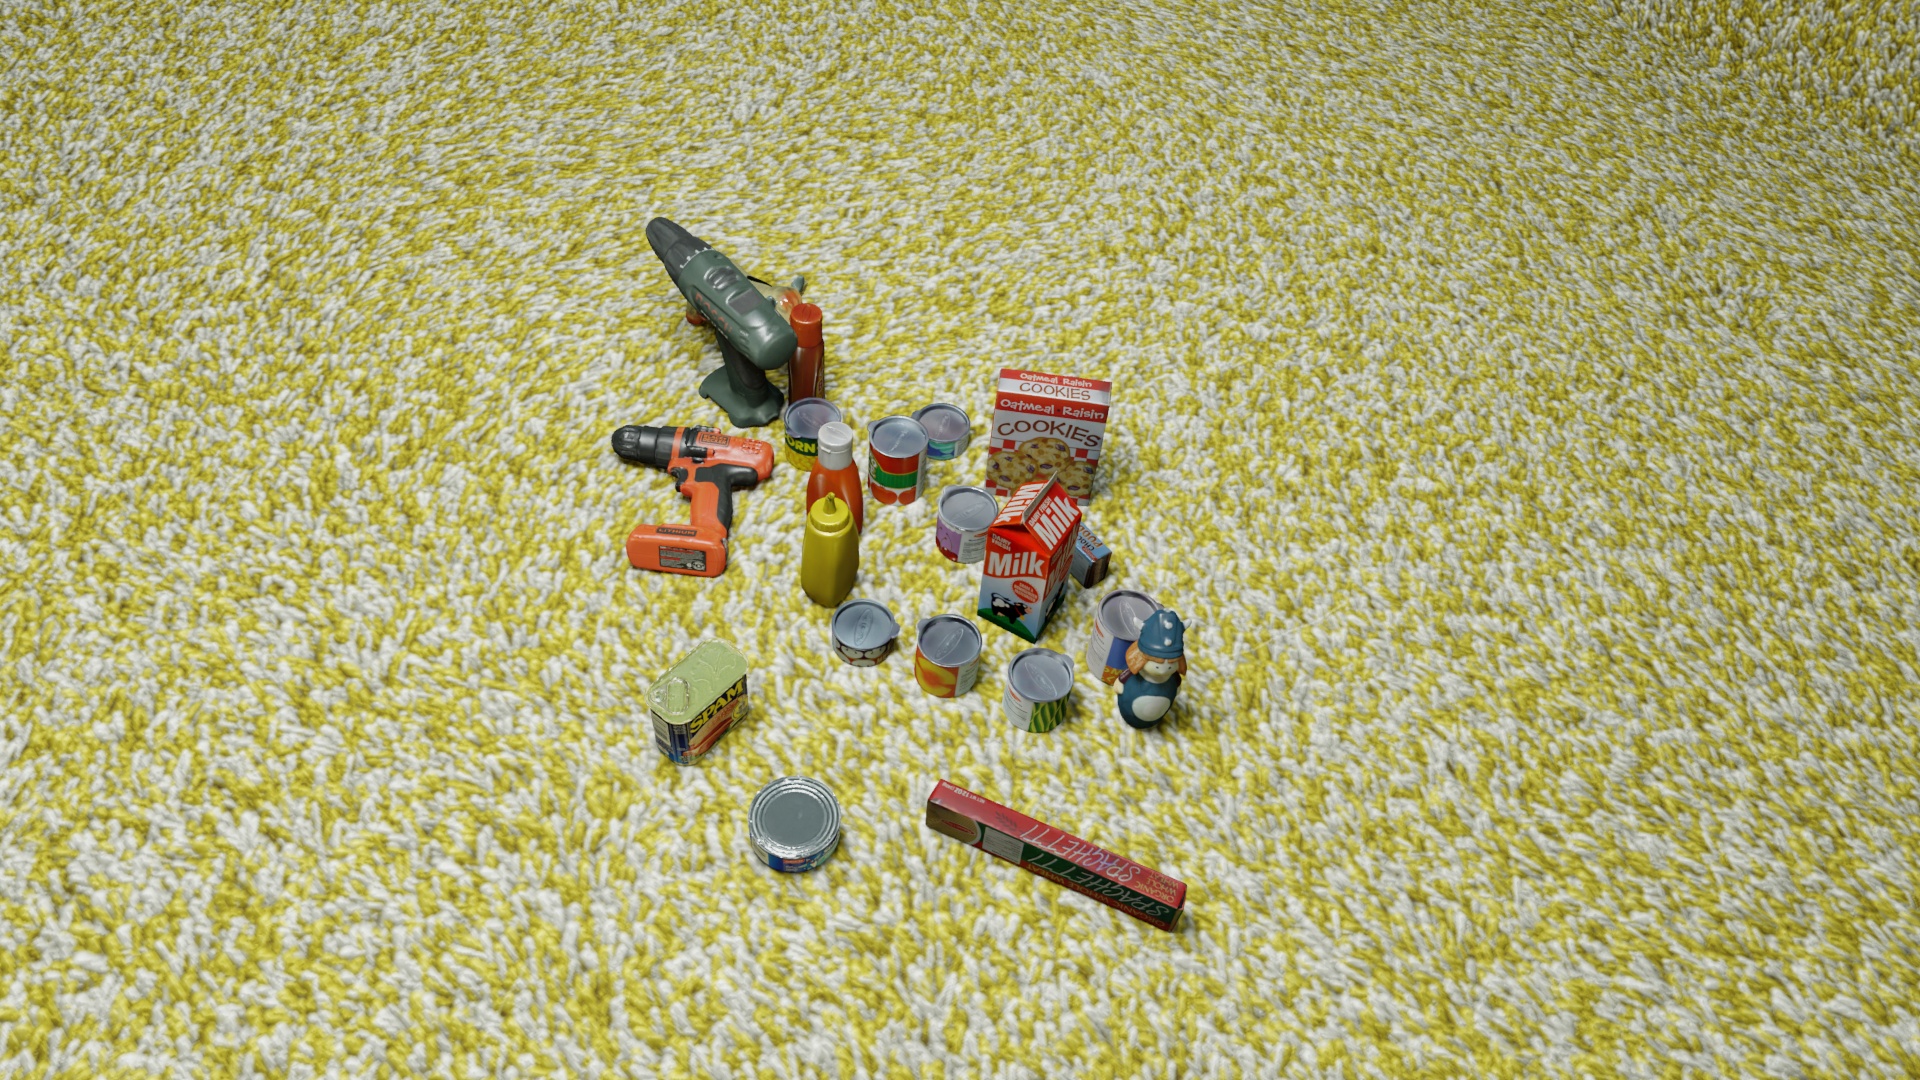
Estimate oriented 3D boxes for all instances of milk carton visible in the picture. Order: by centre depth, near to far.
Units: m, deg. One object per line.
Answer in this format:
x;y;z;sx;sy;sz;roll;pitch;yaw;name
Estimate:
0.071;0.013;1.422;0.073;0.189;0.073;26;52;16;milk carton

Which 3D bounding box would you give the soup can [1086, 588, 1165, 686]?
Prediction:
0.170;0.100;1.428;0.071;0.083;0.072;3;49;-3;soup can

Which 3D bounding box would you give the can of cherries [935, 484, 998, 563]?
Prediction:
0.005;-0.019;1.530;0.071;0.058;0.072;3;49;-3;can of cherries

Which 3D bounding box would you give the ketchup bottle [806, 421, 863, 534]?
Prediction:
-0.135;-0.063;1.493;0.065;0.148;0.044;27;52;16;ketchup bottle

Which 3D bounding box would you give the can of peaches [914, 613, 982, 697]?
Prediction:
-0.015;0.116;1.412;0.071;0.057;0.071;3;49;-3;can of peaches

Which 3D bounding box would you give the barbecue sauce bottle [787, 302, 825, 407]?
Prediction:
-0.179;-0.208;1.614;0.044;0.147;0.065;5;49;-1;barbecue sauce bottle

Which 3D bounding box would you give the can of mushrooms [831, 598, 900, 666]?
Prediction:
-0.098;0.096;1.436;0.071;0.033;0.071;3;49;-3;can of mushrooms

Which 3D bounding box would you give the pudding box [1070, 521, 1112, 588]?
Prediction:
0.126;0.006;1.526;0.030;0.049;0.084;-28;58;-26;pudding box

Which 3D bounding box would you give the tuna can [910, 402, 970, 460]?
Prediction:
-0.025;-0.129;1.638;0.071;0.032;0.071;3;49;-3;tuna can

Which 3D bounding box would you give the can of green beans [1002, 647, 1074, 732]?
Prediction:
0.077;0.150;1.392;0.071;0.057;0.071;3;49;-3;can of green beans

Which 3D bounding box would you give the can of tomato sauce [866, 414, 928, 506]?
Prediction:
-0.073;-0.090;1.566;0.071;0.082;0.071;3;49;-3;can of tomato sauce

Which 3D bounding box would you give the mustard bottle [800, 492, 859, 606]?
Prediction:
-0.134;0.000;1.432;0.049;0.159;0.066;24;52;14;mustard bottle

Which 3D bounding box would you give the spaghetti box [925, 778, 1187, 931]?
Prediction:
0.086;0.290;1.279;0.250;0.049;0.029;21;51;12;spaghetti box

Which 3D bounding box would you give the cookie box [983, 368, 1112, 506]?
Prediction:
0.095;-0.114;1.549;0.123;0.166;0.040;7;49;0;cookie box

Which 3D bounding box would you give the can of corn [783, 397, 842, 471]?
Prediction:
-0.171;-0.120;1.598;0.071;0.058;0.071;3;49;-3;can of corn
